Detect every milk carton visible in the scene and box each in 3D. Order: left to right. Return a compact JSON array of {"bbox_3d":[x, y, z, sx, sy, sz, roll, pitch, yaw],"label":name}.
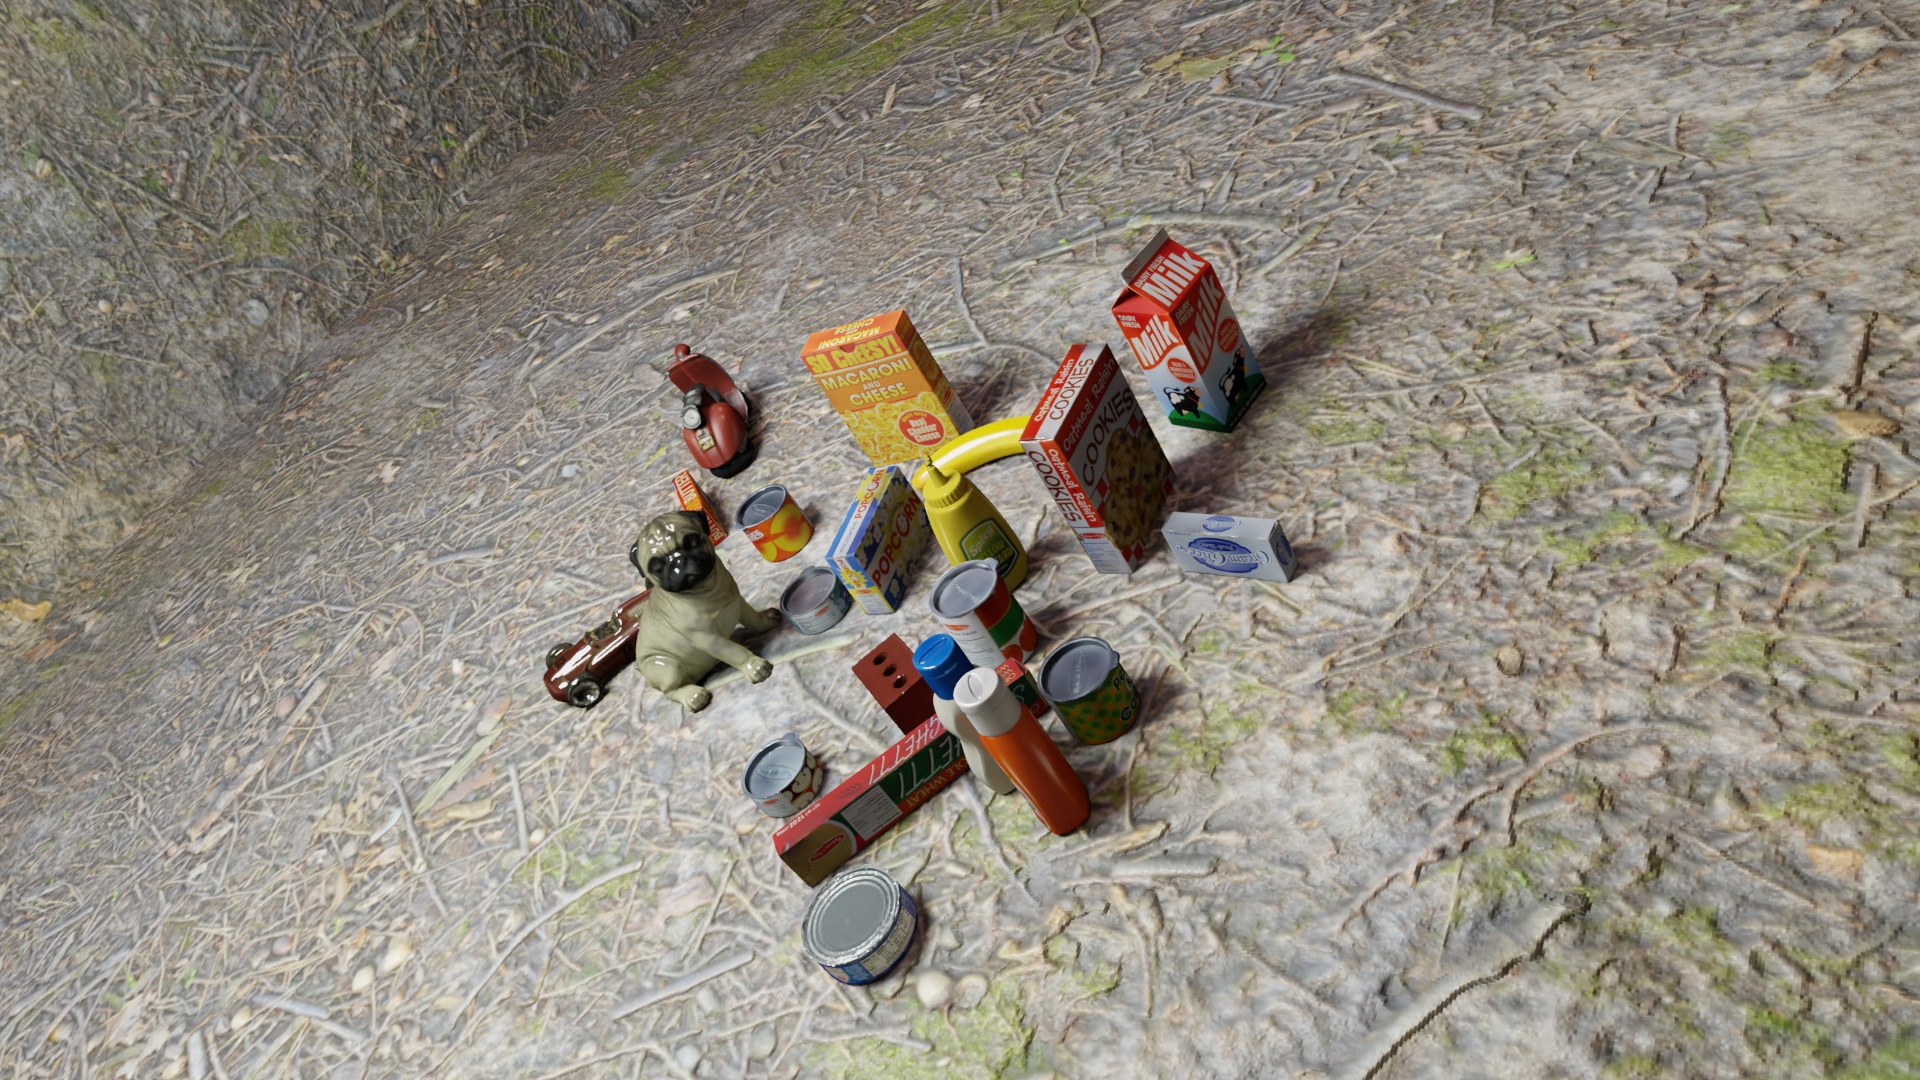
[{"bbox_3d":[0.205,-0.193,1.282,0.073,0.190,0.072,14,57,47],"label":"milk carton"}]

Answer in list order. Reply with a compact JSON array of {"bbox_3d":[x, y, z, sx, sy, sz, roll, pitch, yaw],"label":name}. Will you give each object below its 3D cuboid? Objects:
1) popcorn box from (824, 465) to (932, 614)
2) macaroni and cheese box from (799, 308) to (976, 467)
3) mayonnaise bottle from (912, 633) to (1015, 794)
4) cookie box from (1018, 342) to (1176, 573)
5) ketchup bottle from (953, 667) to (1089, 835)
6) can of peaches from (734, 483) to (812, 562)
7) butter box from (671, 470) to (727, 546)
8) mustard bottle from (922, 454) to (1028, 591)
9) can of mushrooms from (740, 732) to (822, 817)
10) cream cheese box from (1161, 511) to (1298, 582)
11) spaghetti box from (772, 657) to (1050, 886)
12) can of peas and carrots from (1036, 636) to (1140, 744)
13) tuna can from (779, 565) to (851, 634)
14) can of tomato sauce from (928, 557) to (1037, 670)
[{"bbox_3d":[-0.078,-0.001,1.369,0.038,0.085,0.127,-8,42,33],"label":"popcorn box"},{"bbox_3d":[-0.076,-0.159,1.486,0.123,0.166,0.040,-11,41,30],"label":"macaroni and cheese box"},{"bbox_3d":[0.014,0.132,1.080,0.065,0.147,0.041,-42,35,-11],"label":"mayonnaise bottle"},{"bbox_3d":[0.123,-0.071,1.221,0.040,0.167,0.123,-2,46,38],"label":"cookie box"},{"bbox_3d":[0.045,0.153,1.029,0.043,0.148,0.065,-33,35,2],"label":"ketchup bottle"},{"bbox_3d":[-0.204,-0.017,1.513,0.071,0.058,0.071,-22,36,17],"label":"can of peaches"},{"bbox_3d":[-0.306,-0.038,1.623,0.024,0.053,0.104,-35,35,-1],"label":"butter box"},{"bbox_3d":[0.004,-0.016,1.255,0.065,0.159,0.049,-39,35,-8],"label":"mustard bottle"},{"bbox_3d":[-0.156,0.207,1.226,0.071,0.033,0.071,-21,36,17],"label":"can of mushrooms"},{"bbox_3d":[0.223,0.005,1.149,0.104,0.053,0.024,6,51,43],"label":"cream cheese box"},{"bbox_3d":[-0.039,0.189,1.140,0.250,0.050,0.029,-36,35,-4],"label":"spaghetti box"},{"bbox_3d":[0.105,0.119,1.102,0.071,0.058,0.071,-22,36,17],"label":"can of peas and carrots"},{"bbox_3d":[-0.145,0.059,1.396,0.071,0.032,0.071,-21,36,17],"label":"tuna can"},{"bbox_3d":[0.022,0.067,1.209,0.071,0.082,0.071,-22,36,17],"label":"can of tomato sauce"}]
